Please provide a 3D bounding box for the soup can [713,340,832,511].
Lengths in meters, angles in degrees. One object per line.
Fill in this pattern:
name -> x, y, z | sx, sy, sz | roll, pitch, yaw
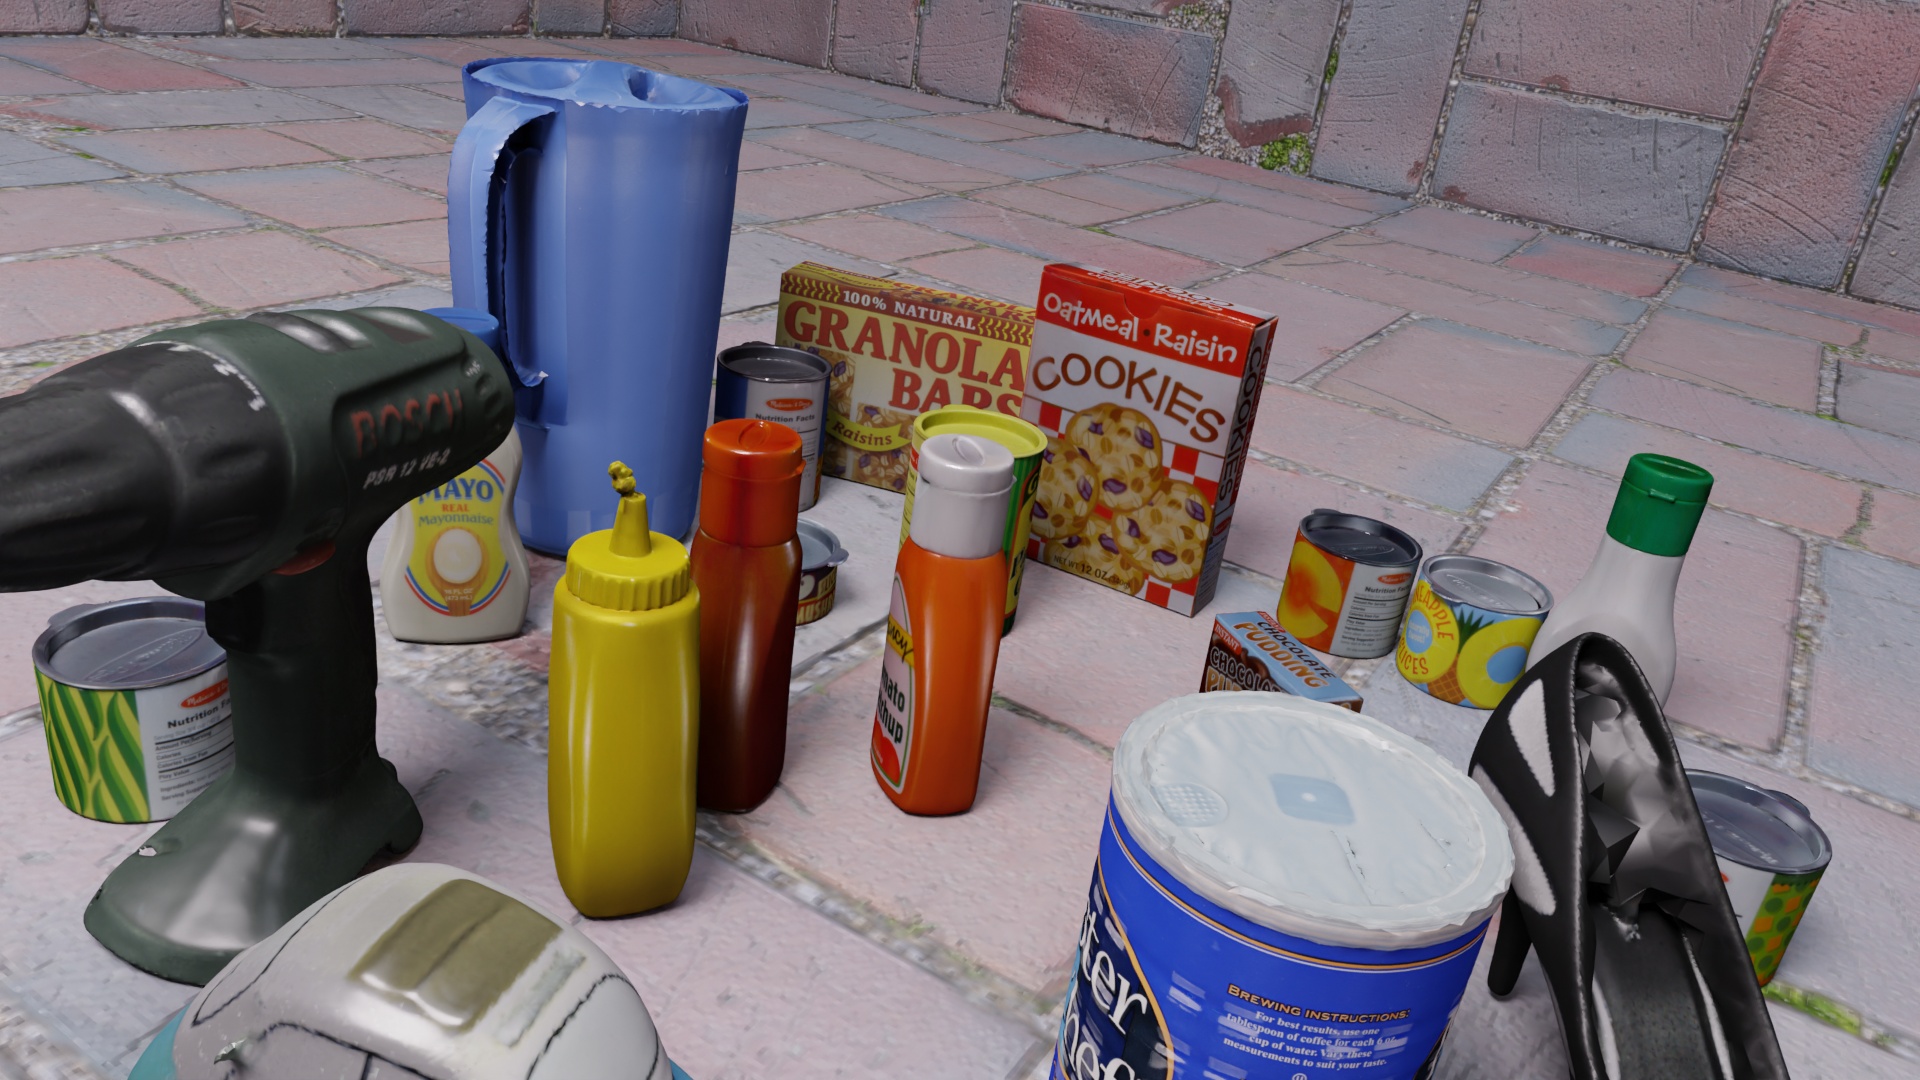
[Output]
soup can -> -0.113, -0.067, 0.815 | 0.071, 0.083, 0.071 | 7, 24, -3

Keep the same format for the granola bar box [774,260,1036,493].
granola bar box -> -0.032, -0.093, 0.850 | 0.166, 0.123, 0.039 | 14, 25, 13

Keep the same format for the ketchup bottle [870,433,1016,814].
ketchup bottle -> -0.006, 0.032, 0.554 | 0.043, 0.148, 0.065 | 0, 25, -18

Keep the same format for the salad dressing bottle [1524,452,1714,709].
salad dressing bottle -> 0.314, 0.033, 0.660 | 0.064, 0.147, 0.044 | 20, 27, 25

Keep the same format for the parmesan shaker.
parmesan shaker -> 0.003, -0.009, 0.703 | 0.071, 0.102, 0.071 | 7, 24, -3

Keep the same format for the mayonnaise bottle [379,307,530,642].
mayonnaise bottle -> -0.223, -0.027, 0.614 | 0.065, 0.147, 0.041 | -1, 25, -20

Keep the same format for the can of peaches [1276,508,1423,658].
can of peaches -> 0.209, 0.023, 0.756 | 0.071, 0.057, 0.071 | 7, 24, -3

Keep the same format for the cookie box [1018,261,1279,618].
cookie box -> 0.093, -0.057, 0.759 | 0.123, 0.166, 0.040 | 20, 26, 25

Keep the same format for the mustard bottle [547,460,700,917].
mustard bottle -> -0.113, 0.049, 0.470 | 0.049, 0.159, 0.065 | -3, 27, -25

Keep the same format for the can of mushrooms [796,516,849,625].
can of mushrooms -> -0.093, 0.015, 0.704 | 0.071, 0.033, 0.071 | 7, 24, -3

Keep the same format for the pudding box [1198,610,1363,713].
pudding box -> 0.145, 0.072, 0.636 | 0.030, 0.049, 0.084 | -2, 26, -22

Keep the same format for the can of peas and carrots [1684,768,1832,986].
can of peas and carrots -> 0.296, 0.131, 0.545 | 0.071, 0.058, 0.071 | 7, 24, -3

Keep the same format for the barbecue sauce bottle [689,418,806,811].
barbecue sauce bottle -> -0.085, 0.028, 0.539 | 0.044, 0.147, 0.065 | 9, 24, 0

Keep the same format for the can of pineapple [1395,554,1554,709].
can of pineapple -> 0.264, 0.047, 0.721 | 0.071, 0.057, 0.071 | 7, 24, -3

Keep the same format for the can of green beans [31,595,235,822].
can of green beans -> -0.296, 0.061, 0.507 | 0.071, 0.057, 0.071 | 7, 24, -3
